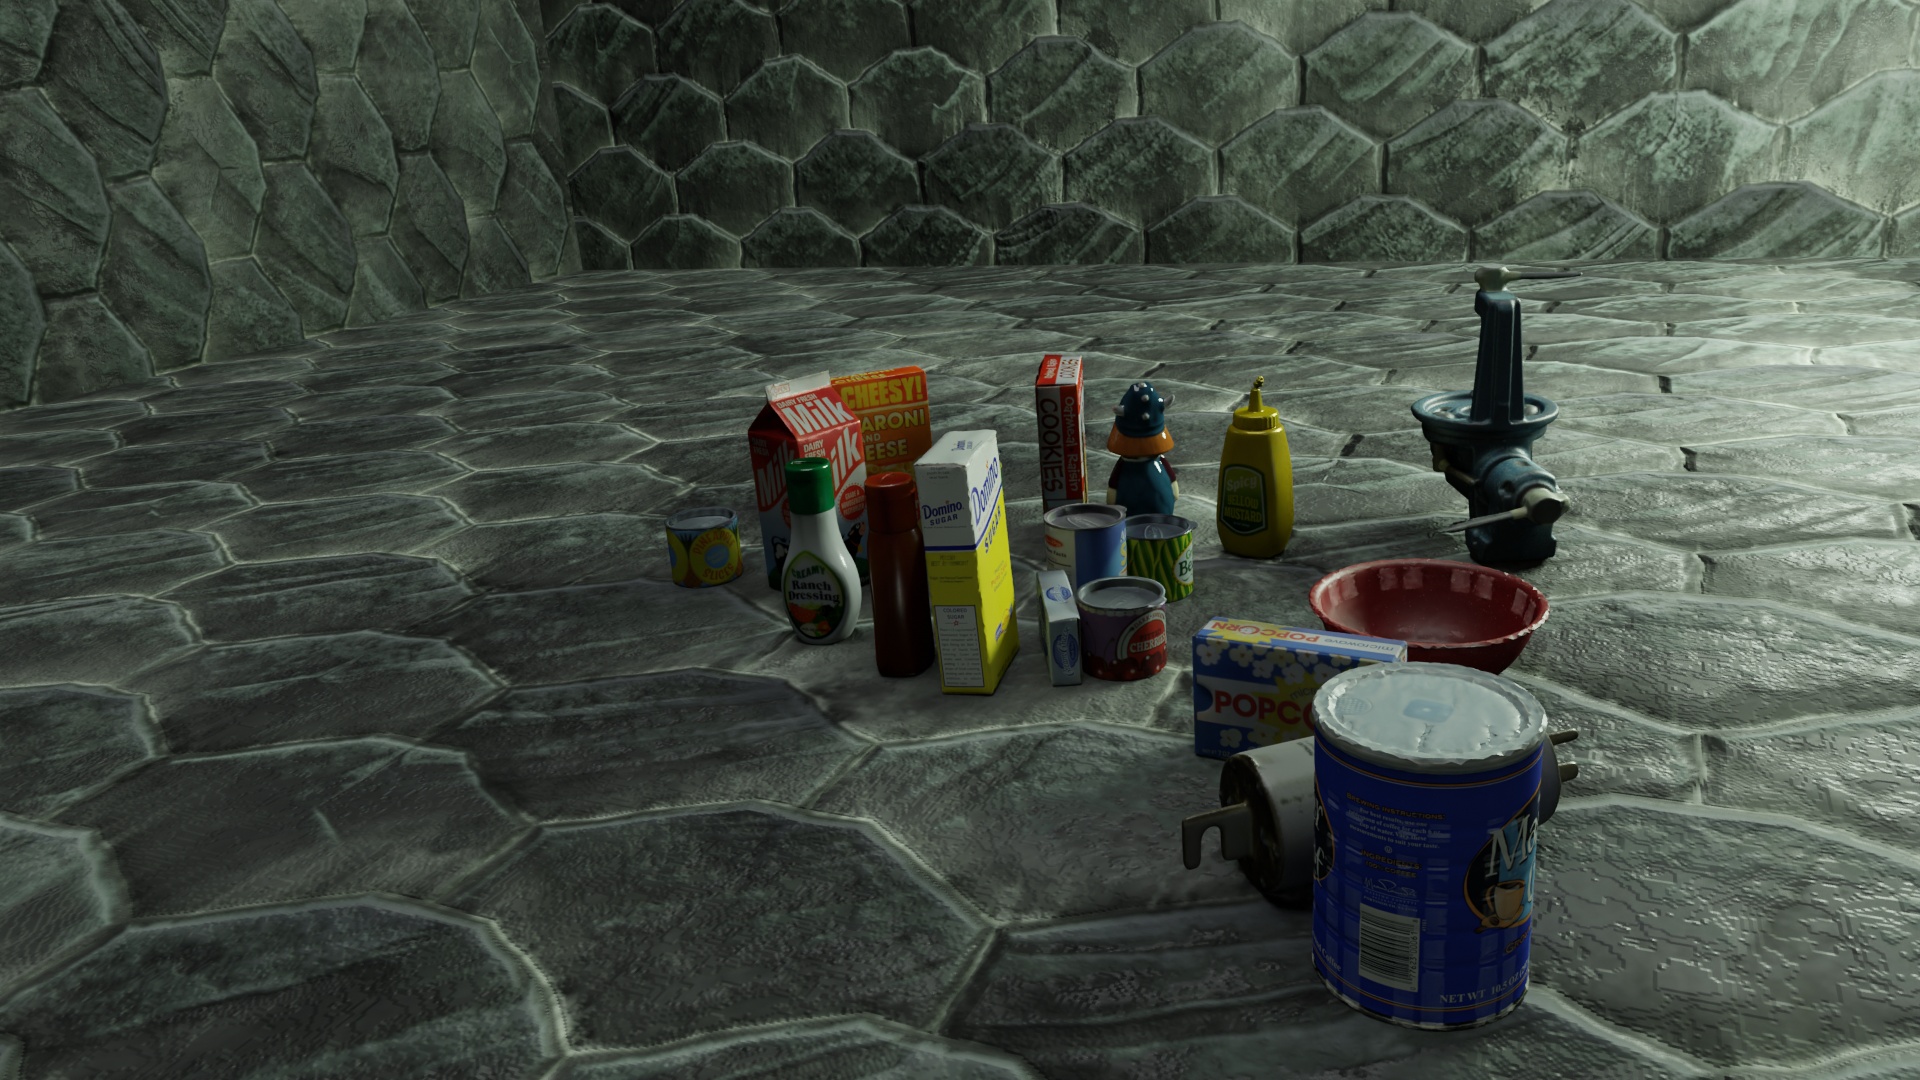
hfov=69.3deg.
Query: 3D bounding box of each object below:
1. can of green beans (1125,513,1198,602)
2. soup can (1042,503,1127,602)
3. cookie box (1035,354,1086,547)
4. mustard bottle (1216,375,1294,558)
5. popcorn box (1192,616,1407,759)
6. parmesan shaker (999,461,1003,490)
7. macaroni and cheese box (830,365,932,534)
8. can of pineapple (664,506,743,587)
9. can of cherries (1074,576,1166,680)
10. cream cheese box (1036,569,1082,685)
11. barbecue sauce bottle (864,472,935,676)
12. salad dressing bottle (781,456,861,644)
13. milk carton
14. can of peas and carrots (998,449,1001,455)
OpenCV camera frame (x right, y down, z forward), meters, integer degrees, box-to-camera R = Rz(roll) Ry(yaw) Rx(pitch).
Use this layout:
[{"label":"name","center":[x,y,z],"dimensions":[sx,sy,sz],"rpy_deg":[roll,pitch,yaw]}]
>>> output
[{"label":"can of green beans","center":[0.162,0.015,1.166],"dimensions":[0.071,0.057,0.071],"rpy_deg":[-4,19,1]},{"label":"soup can","center":[0.105,0.018,1.130],"dimensions":[0.071,0.083,0.071],"rpy_deg":[-4,19,1]},{"label":"cookie box","center":[0.095,-0.078,1.283],"dimensions":[0.040,0.166,0.123],"rpy_deg":[-2,19,7]},{"label":"mustard bottle","center":[0.258,-0.066,1.222],"dimensions":[0.065,0.159,0.049],"rpy_deg":[10,24,37]},{"label":"popcorn box","center":[0.211,0.100,0.868],"dimensions":[0.126,0.085,0.038],"rpy_deg":[6,21,29]},{"label":"parmesan shaker","center":[0.004,-0.015,1.221],"dimensions":[0.071,0.102,0.071],"rpy_deg":[-4,19,2]},{"label":"macaroni and cheese box","center":[-0.089,-0.075,1.318],"dimensions":[0.124,0.165,0.040],"rpy_deg":[-11,19,-17]},{"label":"can of pineapple","center":[-0.236,0.006,1.283],"dimensions":[0.071,0.057,0.071],"rpy_deg":[-4,19,1]},{"label":"can of cherries","center":[0.121,0.065,1.029],"dimensions":[0.071,0.058,0.072],"rpy_deg":[-4,19,1]},{"label":"cream cheese box","center":[0.074,0.065,1.050],"dimensions":[0.024,0.053,0.104],"rpy_deg":[-5,19,-1]},{"label":"barbecue sauce bottle","center":[-0.047,0.024,1.050],"dimensions":[0.044,0.148,0.065],"rpy_deg":[-1,19,11]},{"label":"salad dressing bottle","center":[-0.115,0.008,1.113],"dimensions":[0.064,0.147,0.044],"rpy_deg":[2,19,18]},{"label":"milk carton","center":[-0.131,-0.050,1.218],"dimensions":[0.073,0.189,0.072],"rpy_deg":[14,26,43]},{"label":"can of peas and carrots","center":[0.008,-0.061,1.420],"dimensions":[0.071,0.058,0.071],"rpy_deg":[-4,19,1]}]
